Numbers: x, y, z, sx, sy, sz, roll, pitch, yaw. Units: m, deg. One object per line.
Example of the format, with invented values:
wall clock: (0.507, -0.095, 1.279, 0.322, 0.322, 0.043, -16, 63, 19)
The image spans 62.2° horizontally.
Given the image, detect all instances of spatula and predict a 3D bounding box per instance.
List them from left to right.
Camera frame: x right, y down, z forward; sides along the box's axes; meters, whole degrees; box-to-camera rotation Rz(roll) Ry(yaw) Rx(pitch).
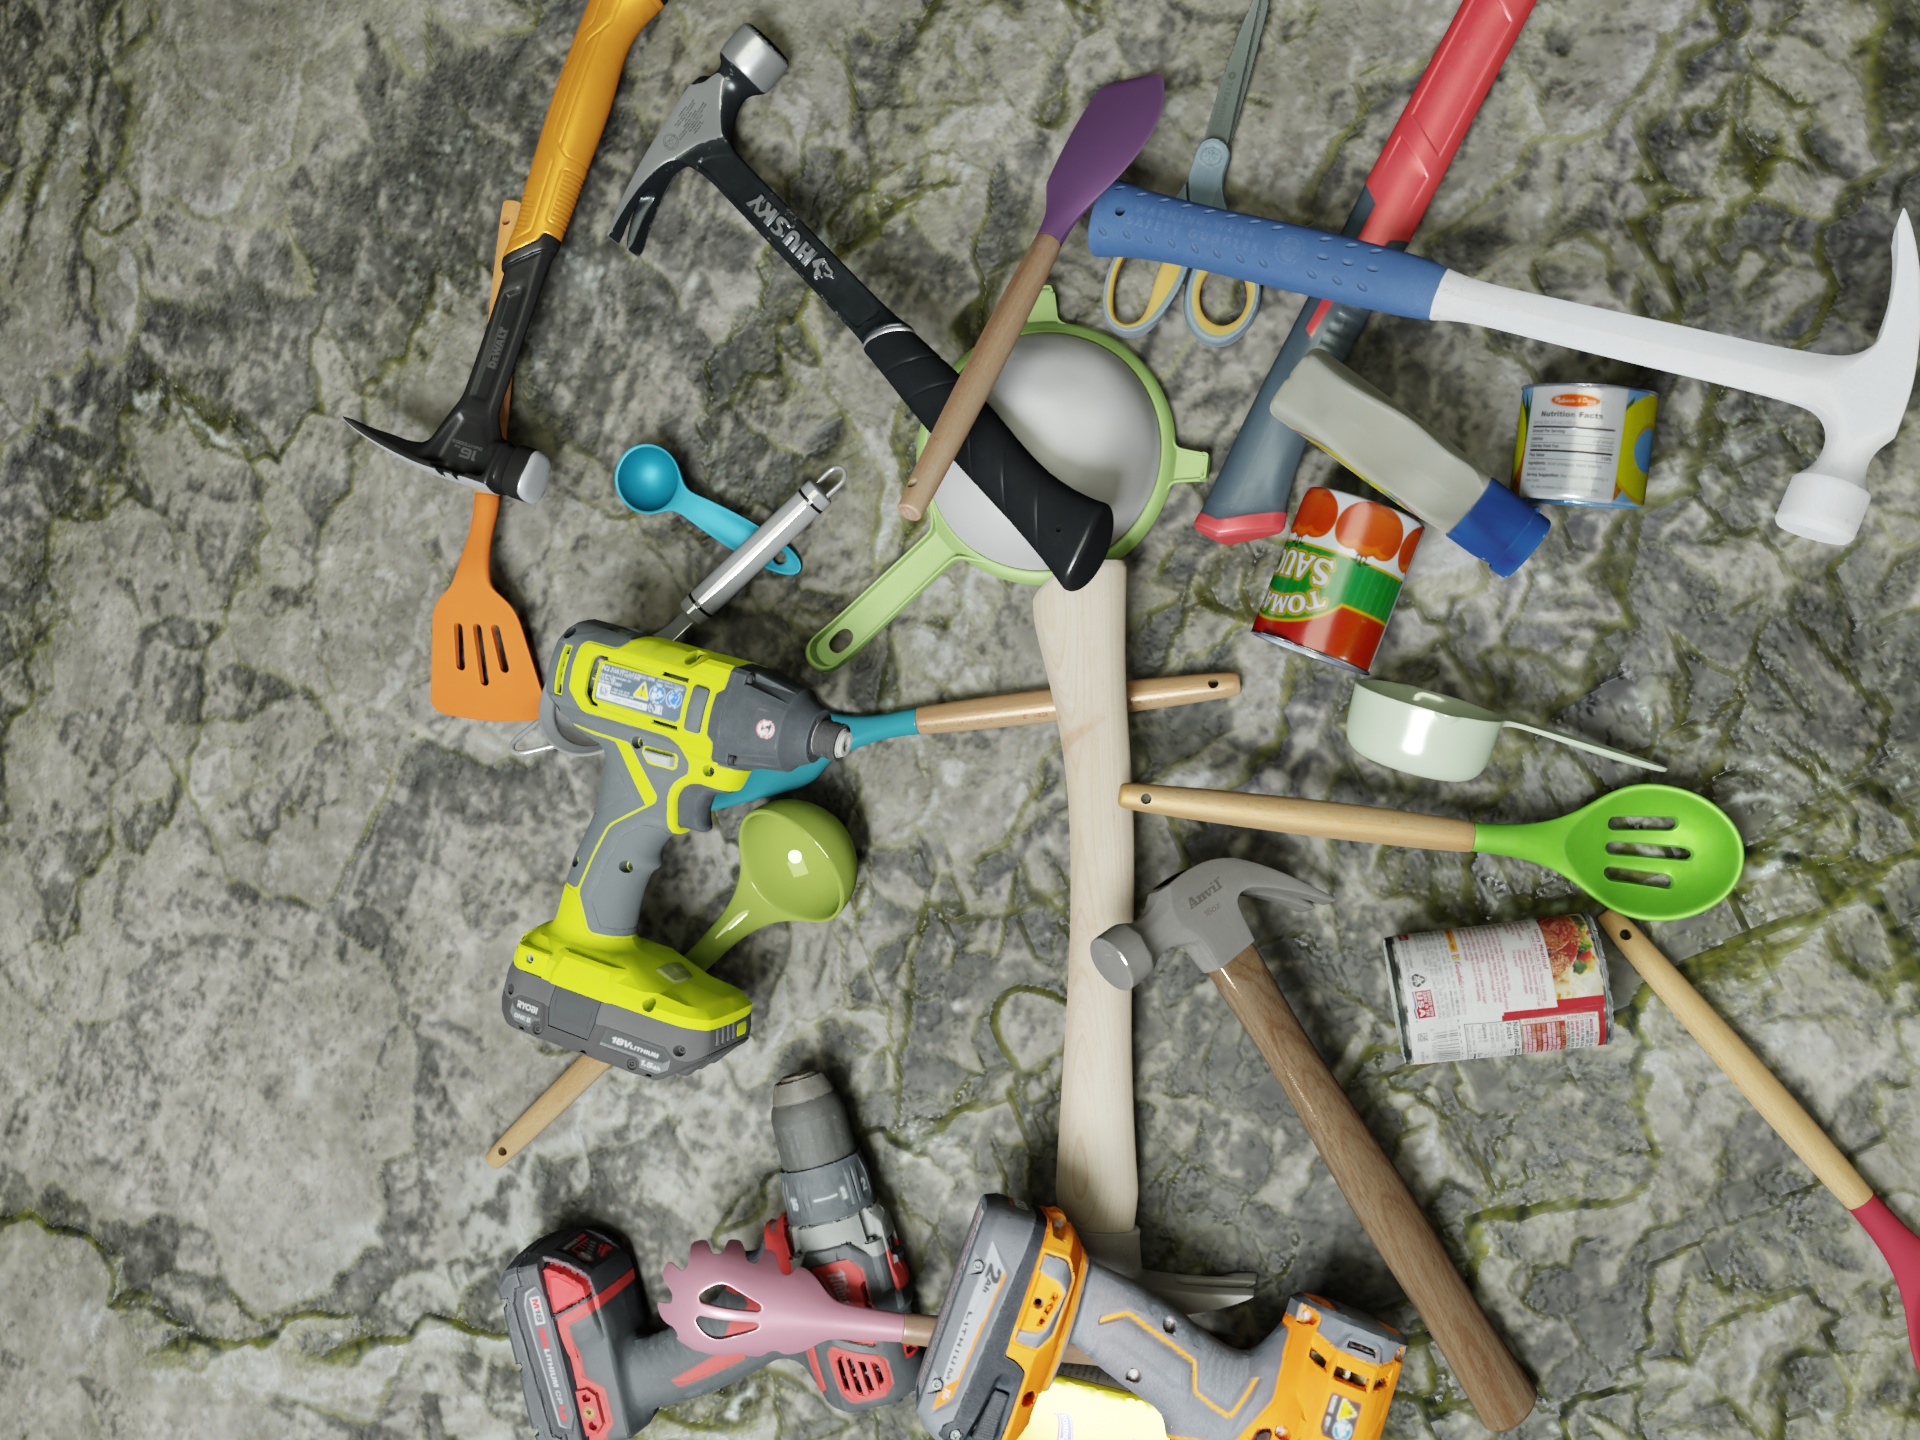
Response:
spatula: (-0.288, -0.162, 0.989, 0.081, 0.041, 0.323, 3, 86, 14)
spatula: (-0.001, -0.003, 0.902, 0.317, 0.044, 0.082, -7, 77, 13)
spatula: (0.038, -0.231, 0.831, 0.060, 0.018, 0.316, 5, 60, 39)

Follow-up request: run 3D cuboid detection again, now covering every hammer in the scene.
hammer: (-0.258, -0.306, 0.961, 0.127, 0.034, 0.337, 19, 88, 11)
hammer: (-0.055, -0.218, 0.878, 0.149, 0.036, 0.409, -45, 65, 13)
hammer: (0.086, 0.118, 0.865, 0.146, 0.038, 0.410, 0, 94, 13)
hammer: (0.202, 0.219, 0.830, 0.130, 0.031, 0.331, -32, 90, -29)
hammer: (0.214, -0.277, 0.854, 0.143, 0.038, 0.386, 29, 96, 14)
hammer: (0.250, -0.214, 0.786, 0.406, 0.035, 0.144, 22, 96, 26)

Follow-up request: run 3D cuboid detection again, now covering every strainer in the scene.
strainer: (-0.160, -0.059, 0.940, 0.258, 0.050, 0.087, -42, 54, 9)
strainer: (0.002, -0.118, 0.889, 0.256, 0.069, 0.151, -42, 80, 9)

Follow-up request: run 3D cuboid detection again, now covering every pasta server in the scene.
pasta server: (-0.005, 0.329, 0.860, 0.316, 0.040, 0.060, 8, 84, -6)

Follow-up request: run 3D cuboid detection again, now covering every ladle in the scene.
ladle: (-0.180, 0.165, 0.939, 0.320, 0.062, 0.078, -44, 86, 12)
ladle: (0.432, 0.220, 0.797, 0.069, 0.031, 0.315, -40, 78, 8)

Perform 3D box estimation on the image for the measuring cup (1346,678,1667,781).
measuring cup: (0.281, 0.018, 0.825, 0.167, 0.083, 0.038, 15, 102, -1)

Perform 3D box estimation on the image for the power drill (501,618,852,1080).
power drill: (-0.158, 0.071, 0.868, 0.171, 0.080, 0.223, 15, 96, 18)

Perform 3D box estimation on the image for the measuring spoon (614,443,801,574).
measuring spoon: (-0.149, -0.124, 0.959, 0.128, 0.021, 0.042, 31, 103, 4)

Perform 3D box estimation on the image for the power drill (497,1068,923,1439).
power drill: (-0.144, 0.314, 0.918, 0.226, 0.080, 0.188, -16, 86, 10)

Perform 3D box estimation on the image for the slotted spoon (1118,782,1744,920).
slotted spoon: (0.238, 0.055, 0.823, 0.314, 0.031, 0.070, 6, 90, 4)

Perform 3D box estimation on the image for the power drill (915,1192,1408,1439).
power drill: (0.095, 0.348, 0.800, 0.226, 0.084, 0.164, 20, 80, 2)
